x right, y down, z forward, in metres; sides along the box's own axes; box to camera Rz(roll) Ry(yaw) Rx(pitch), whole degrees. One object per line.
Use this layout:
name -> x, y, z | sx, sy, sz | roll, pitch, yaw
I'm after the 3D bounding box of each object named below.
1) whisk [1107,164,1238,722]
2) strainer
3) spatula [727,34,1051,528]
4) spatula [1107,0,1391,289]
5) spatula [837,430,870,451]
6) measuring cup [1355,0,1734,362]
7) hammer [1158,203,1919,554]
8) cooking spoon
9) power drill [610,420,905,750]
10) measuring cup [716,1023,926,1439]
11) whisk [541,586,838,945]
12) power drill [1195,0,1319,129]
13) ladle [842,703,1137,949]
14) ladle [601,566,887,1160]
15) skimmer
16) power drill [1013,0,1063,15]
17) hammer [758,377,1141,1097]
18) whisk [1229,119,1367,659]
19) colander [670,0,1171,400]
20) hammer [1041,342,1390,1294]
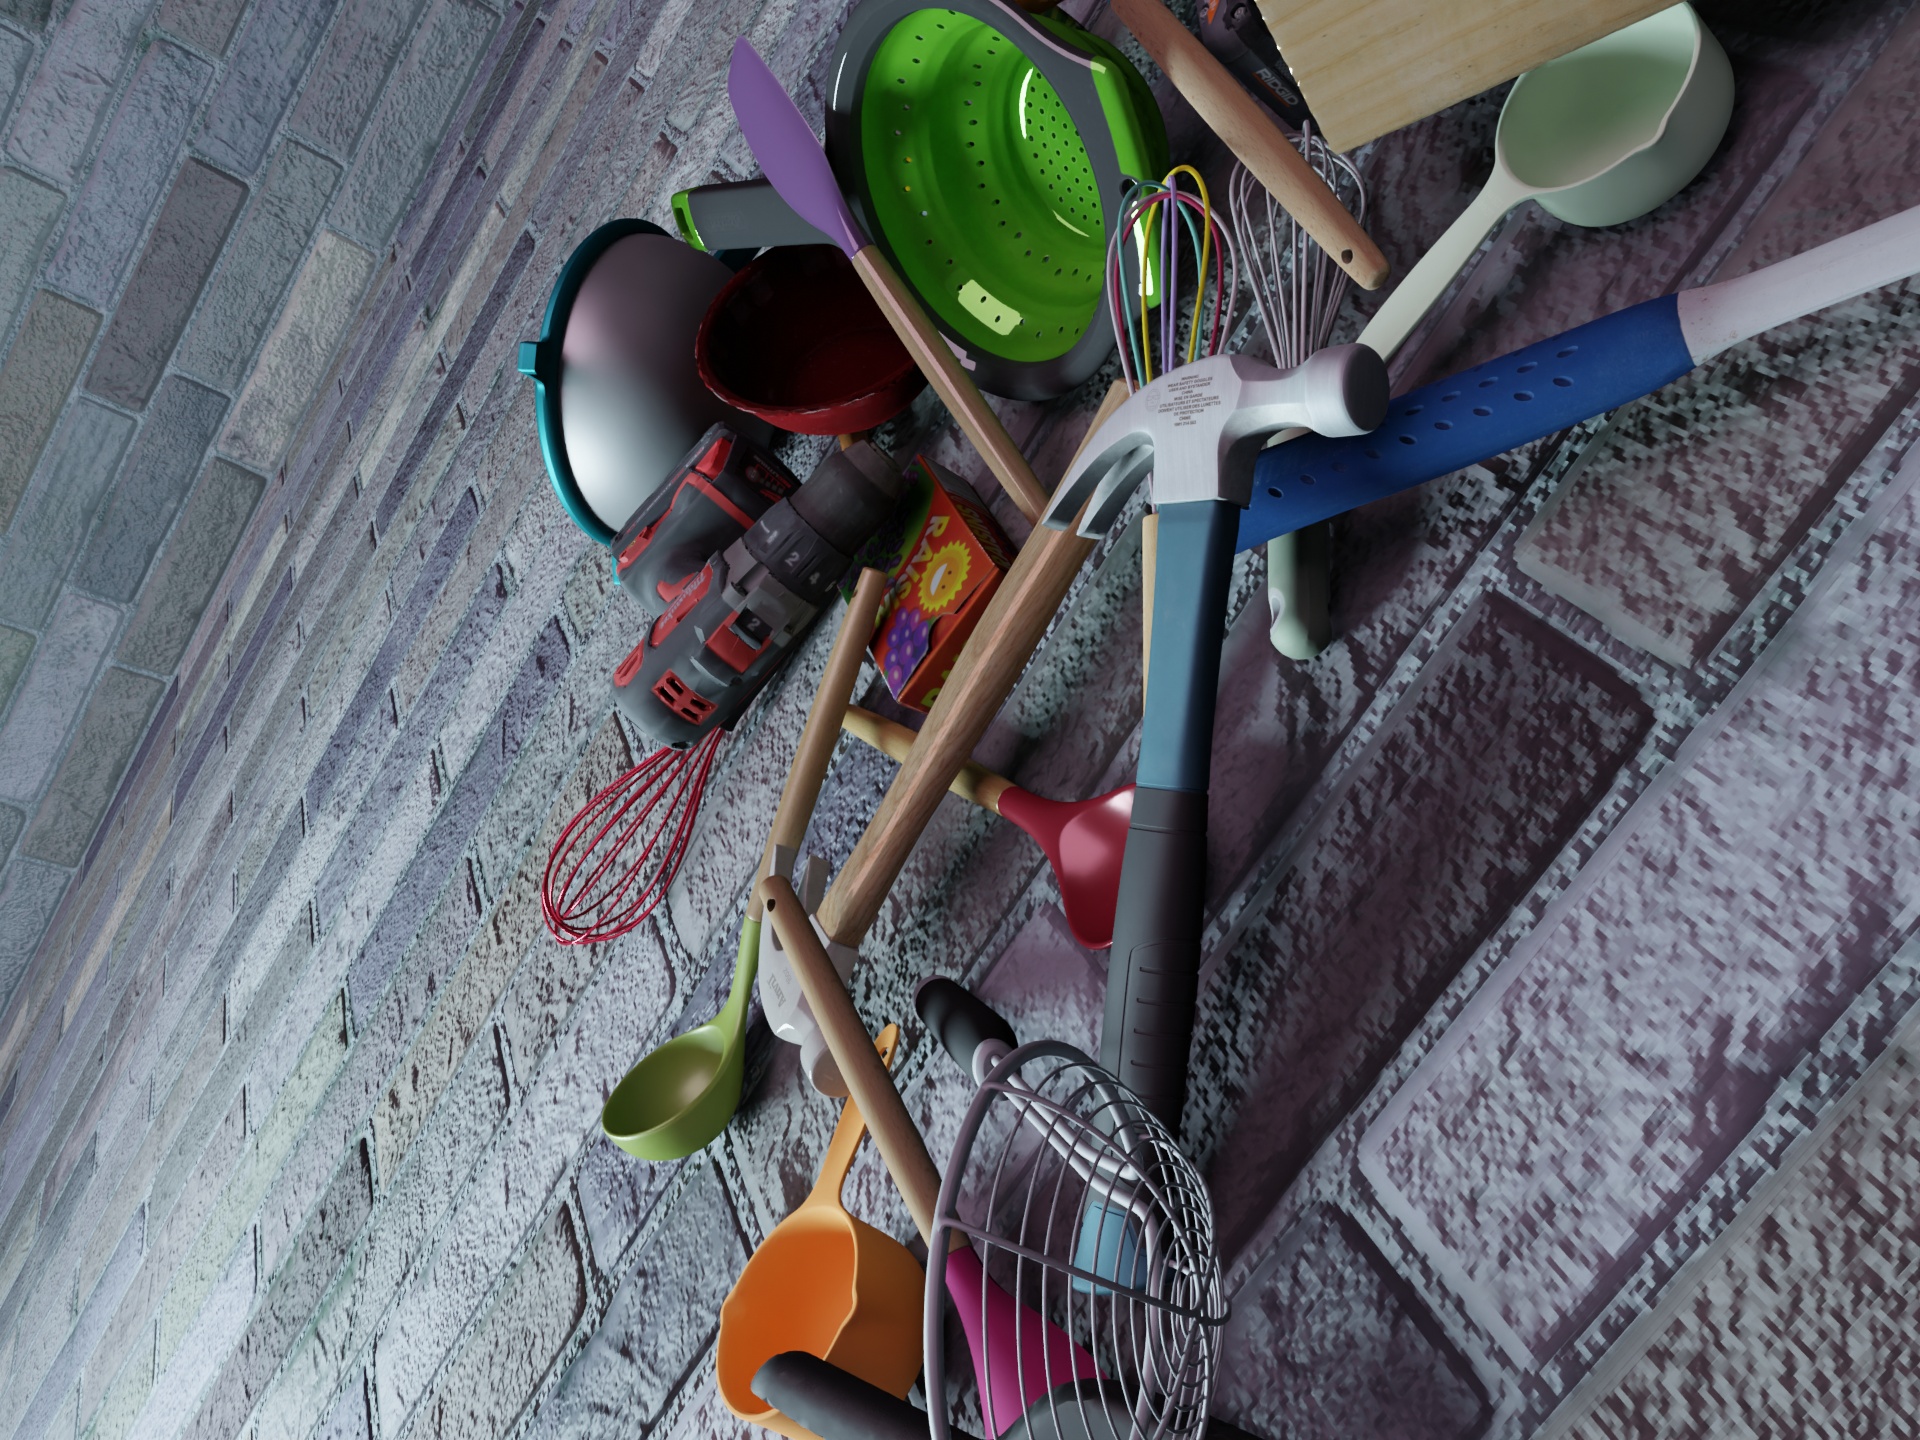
whisk -> 0.085, -0.104, 0.643 | 0.047, 0.051, 0.245 | -2, 86, 39
strainer -> -0.153, -0.259, 1.060 | 0.095, 0.210, 0.341 | 9, 52, 20
spatula -> -0.035, -0.211, 0.792 | 0.316, 0.018, 0.059 | 57, 153, 13
spatula -> 0.092, -0.292, 0.670 | 0.318, 0.044, 0.082 | 59, 140, 24
spatula -> -0.067, -0.198, 0.979 | 0.081, 0.041, 0.323 | -46, 42, 29
measuring cup -> 0.205, -0.180, 0.576 | 0.167, 0.038, 0.083 | -50, 37, 26
hammer -> 0.229, -0.117, 0.474 | 0.405, 0.035, 0.144 | -18, 56, 42
cooking spoon -> -0.014, 0.183, 0.610 | 0.068, 0.017, 0.319 | -49, 52, 23
power drill -> -0.117, -0.097, 0.883 | 0.188, 0.080, 0.227 | -46, 24, 9
measuring cup -> -0.040, 0.215, 0.671 | 0.095, 0.052, 0.174 | -23, 37, 46
whisk -> -0.155, 0.015, 0.943 | 0.296, 0.073, 0.073 | -53, 35, 7
power drill -> 0.203, -0.348, 0.643 | 0.226, 0.084, 0.164 | -30, 49, 37
ladle -> 0.009, 0.031, 0.729 | 0.316, 0.031, 0.069 | 26, 91, 58
ladle -> -0.104, 0.072, 0.801 | 0.078, 0.062, 0.320 | 31, 103, 66
skimmer -> -0.001, 0.137, 0.522 | 0.363, 0.090, 0.127 | -167, 65, -77
power drill -> 0.094, -0.461, 0.813 | 0.185, 0.084, 0.226 | -10, 47, 43
hammer -> -0.001, -0.002, 0.714 | 0.331, 0.031, 0.130 | -60, 31, 8
whisk -> 0.137, -0.139, 0.642 | 0.057, 0.059, 0.246 | 98, 177, -69
colander -> -0.019, -0.284, 0.835 | 0.094, 0.204, 0.397 | -35, 32, -29
hammer -> 0.074, 0.038, 0.559 | 0.128, 0.033, 0.331 | 5, 88, 47
